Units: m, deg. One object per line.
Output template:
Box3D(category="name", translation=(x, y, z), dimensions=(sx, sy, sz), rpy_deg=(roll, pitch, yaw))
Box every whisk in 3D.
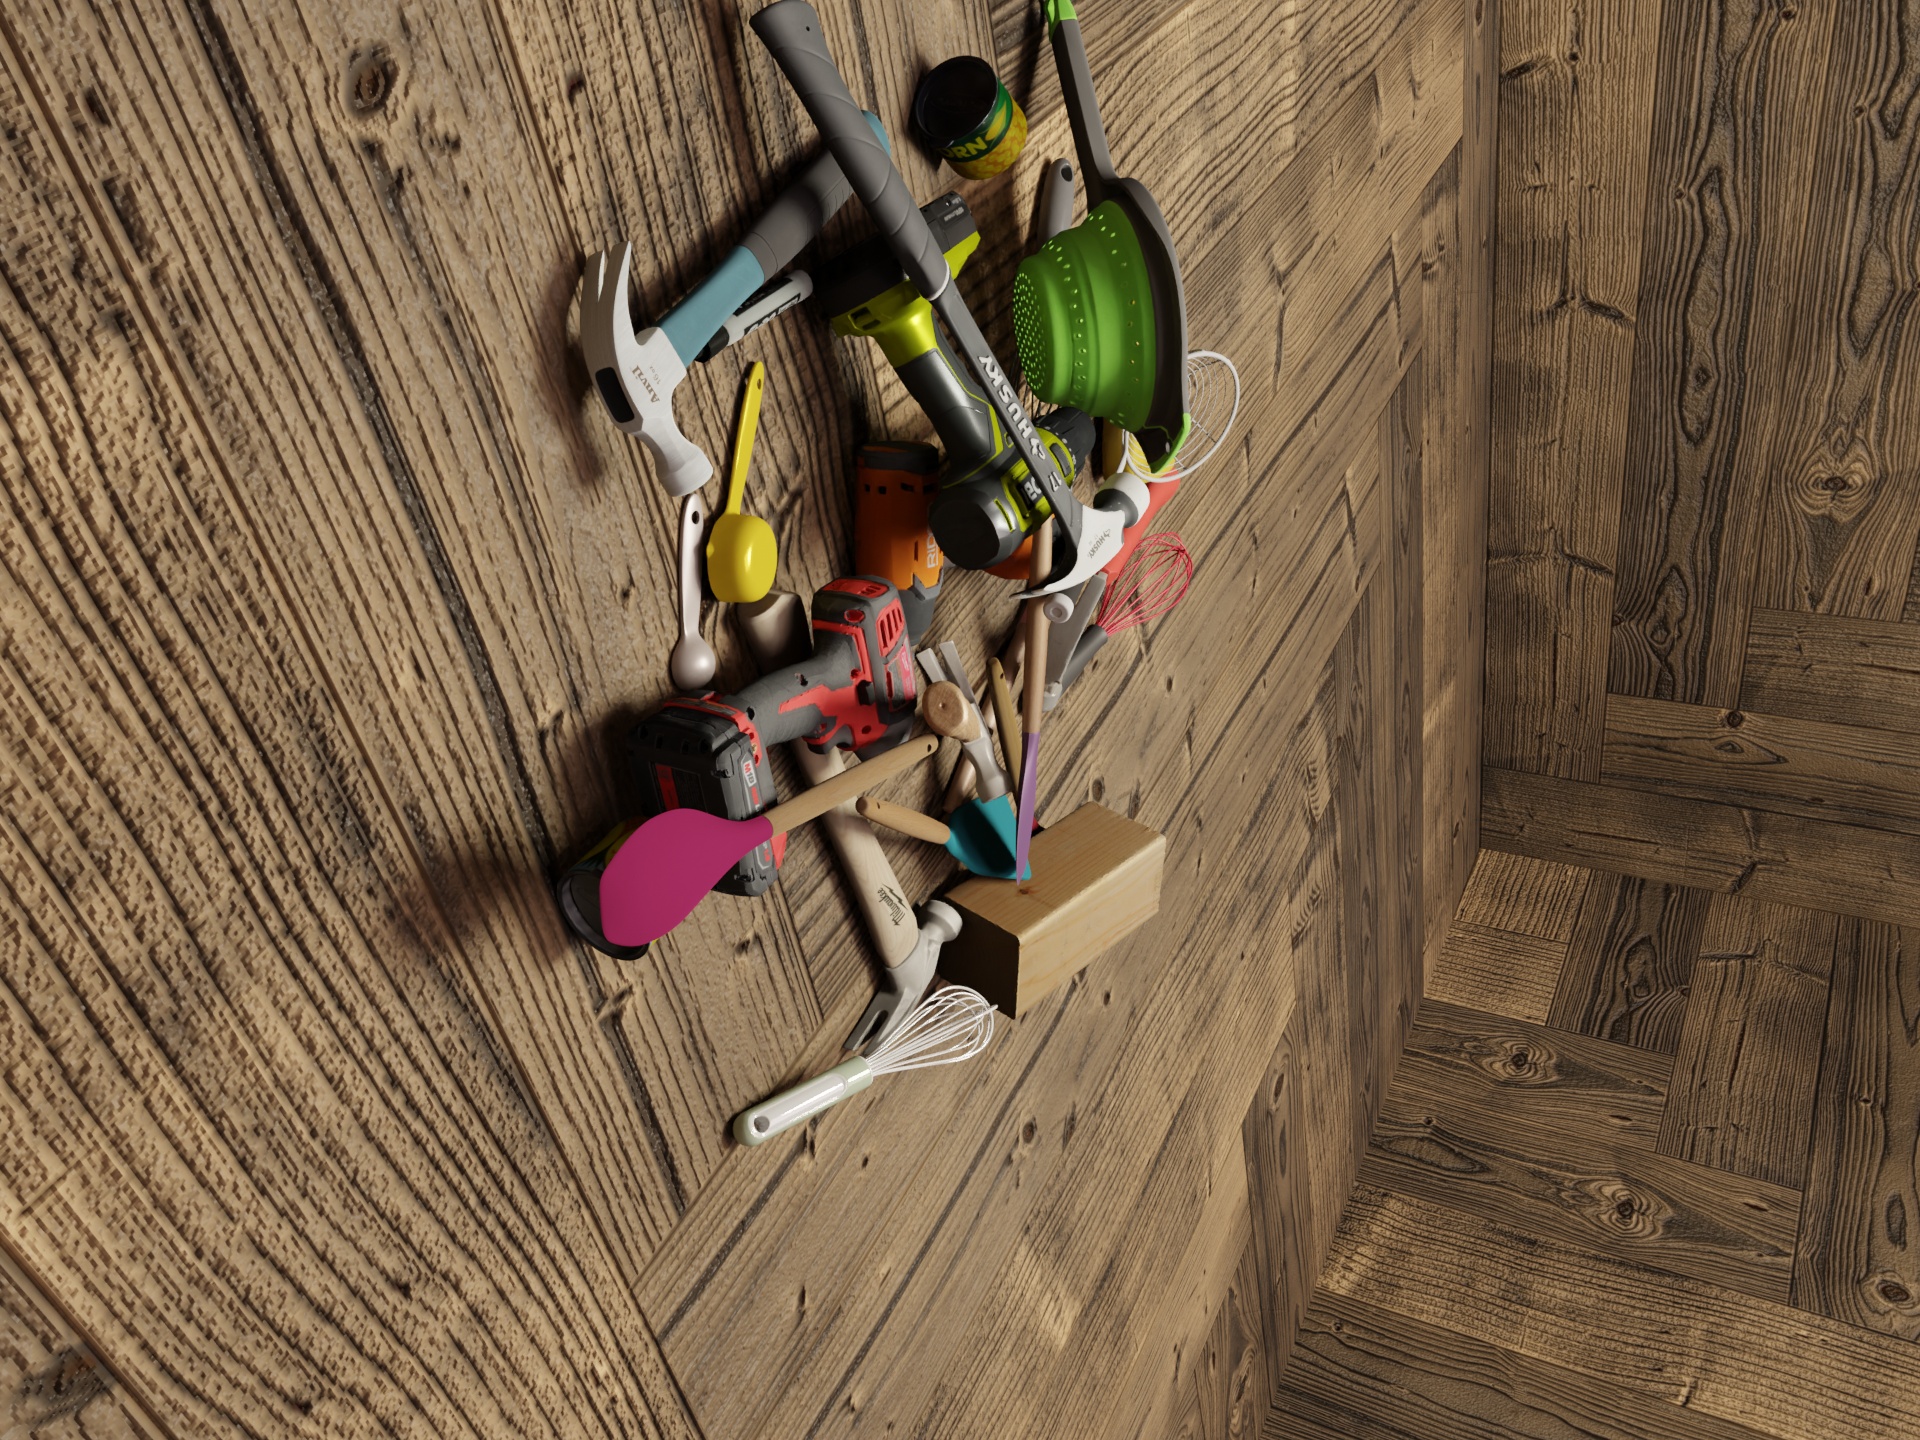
Box3D(category="whisk", translation=(0.073, -0.350, 1.320), dimensions=(0.055, 0.055, 0.239), rpy_deg=(12, 84, -62))
Box3D(category="whisk", translation=(0.141, -0.094, 1.523), dimensions=(0.296, 0.073, 0.073), rpy_deg=(-46, 137, -37))
Box3D(category="whisk", translation=(-0.067, 0.261, 1.198), dimensions=(0.246, 0.059, 0.058), rpy_deg=(-20, 82, -38))

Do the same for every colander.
Box3D(category="colander", translation=(0.080, -0.383, 1.232), dimensions=(0.204, 0.094, 0.397), rpy_deg=(123, -44, -77))

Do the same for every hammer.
Box3D(category="hammer", translation=(-0.002, -0.004, 1.148), dimensions=(0.331, 0.031, 0.130), rpy_deg=(39, 28, -86))
Box3D(category="hammer", translation=(-0.010, -0.258, 1.004), dimensions=(0.408, 0.036, 0.149), rpy_deg=(56, 47, -23))
Box3D(category="hammer", translation=(-0.122, -0.281, 0.965), dimensions=(0.128, 0.033, 0.331), rpy_deg=(59, 42, -30))
Box3D(category="hammer", translation=(0.144, -0.157, 1.463), dimensions=(0.359, 0.037, 0.149), rpy_deg=(-57, 170, -50))
Box3D(category="hammer", translation=(-0.090, 0.077, 1.163), dimensions=(0.146, 0.038, 0.410), rpy_deg=(-56, 144, -35))

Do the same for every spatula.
Box3D(category="spatula", translation=(-0.013, 0.079, 1.223), dimensions=(0.317, 0.044, 0.082), rpy_deg=(30, 41, -71))
Box3D(category="spatula", translation=(0.057, -0.015, 1.265), dimensions=(0.060, 0.018, 0.315), rpy_deg=(-56, 151, -67))

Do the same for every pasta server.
Box3D(category="pasta server", translation=(0.056, -0.057, 1.391), dimensions=(0.060, 0.040, 0.316), rpy_deg=(100, 12, -68))

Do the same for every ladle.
Box3D(category="ladle", translation=(0.052, 0.057, 1.398), dimensions=(0.069, 0.031, 0.315), rpy_deg=(-54, 148, -32))

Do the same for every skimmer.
Box3D(category="skimmer", translation=(0.156, -0.189, 1.324), dimensions=(0.363, 0.090, 0.127), rpy_deg=(-64, 162, -46))

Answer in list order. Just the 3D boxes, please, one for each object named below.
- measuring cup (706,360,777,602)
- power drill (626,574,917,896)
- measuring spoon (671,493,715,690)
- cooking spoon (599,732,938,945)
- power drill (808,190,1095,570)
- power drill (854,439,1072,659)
Box3D(category="measuring cup", translation=(-0.130, -0.151, 1.012), dimensions=(0.062, 0.029, 0.156), rpy_deg=(16, 82, -74))
Box3D(category="power drill", translation=(-0.104, 0.011, 1.015), dimensions=(0.220, 0.079, 0.143), rpy_deg=(-42, 134, -45))
Box3D(category="measuring spoon", translation=(-0.163, -0.079, 0.991), dimensions=(0.034, 0.018, 0.124), rpy_deg=(-18, 114, -59))
Box3D(category="cooking spoon", translation=(-0.101, 0.055, 0.939), dimensions=(0.319, 0.017, 0.068), rpy_deg=(-27, 121, -55))
Box3D(category="power drill", translation=(0.008, -0.240, 1.106), dimensions=(0.228, 0.080, 0.191), rpy_deg=(60, 41, -18))
Box3D(category="power drill", translation=(0.000, -0.140, 1.217), dimensions=(0.226, 0.084, 0.164), rpy_deg=(-25, 122, -53))
